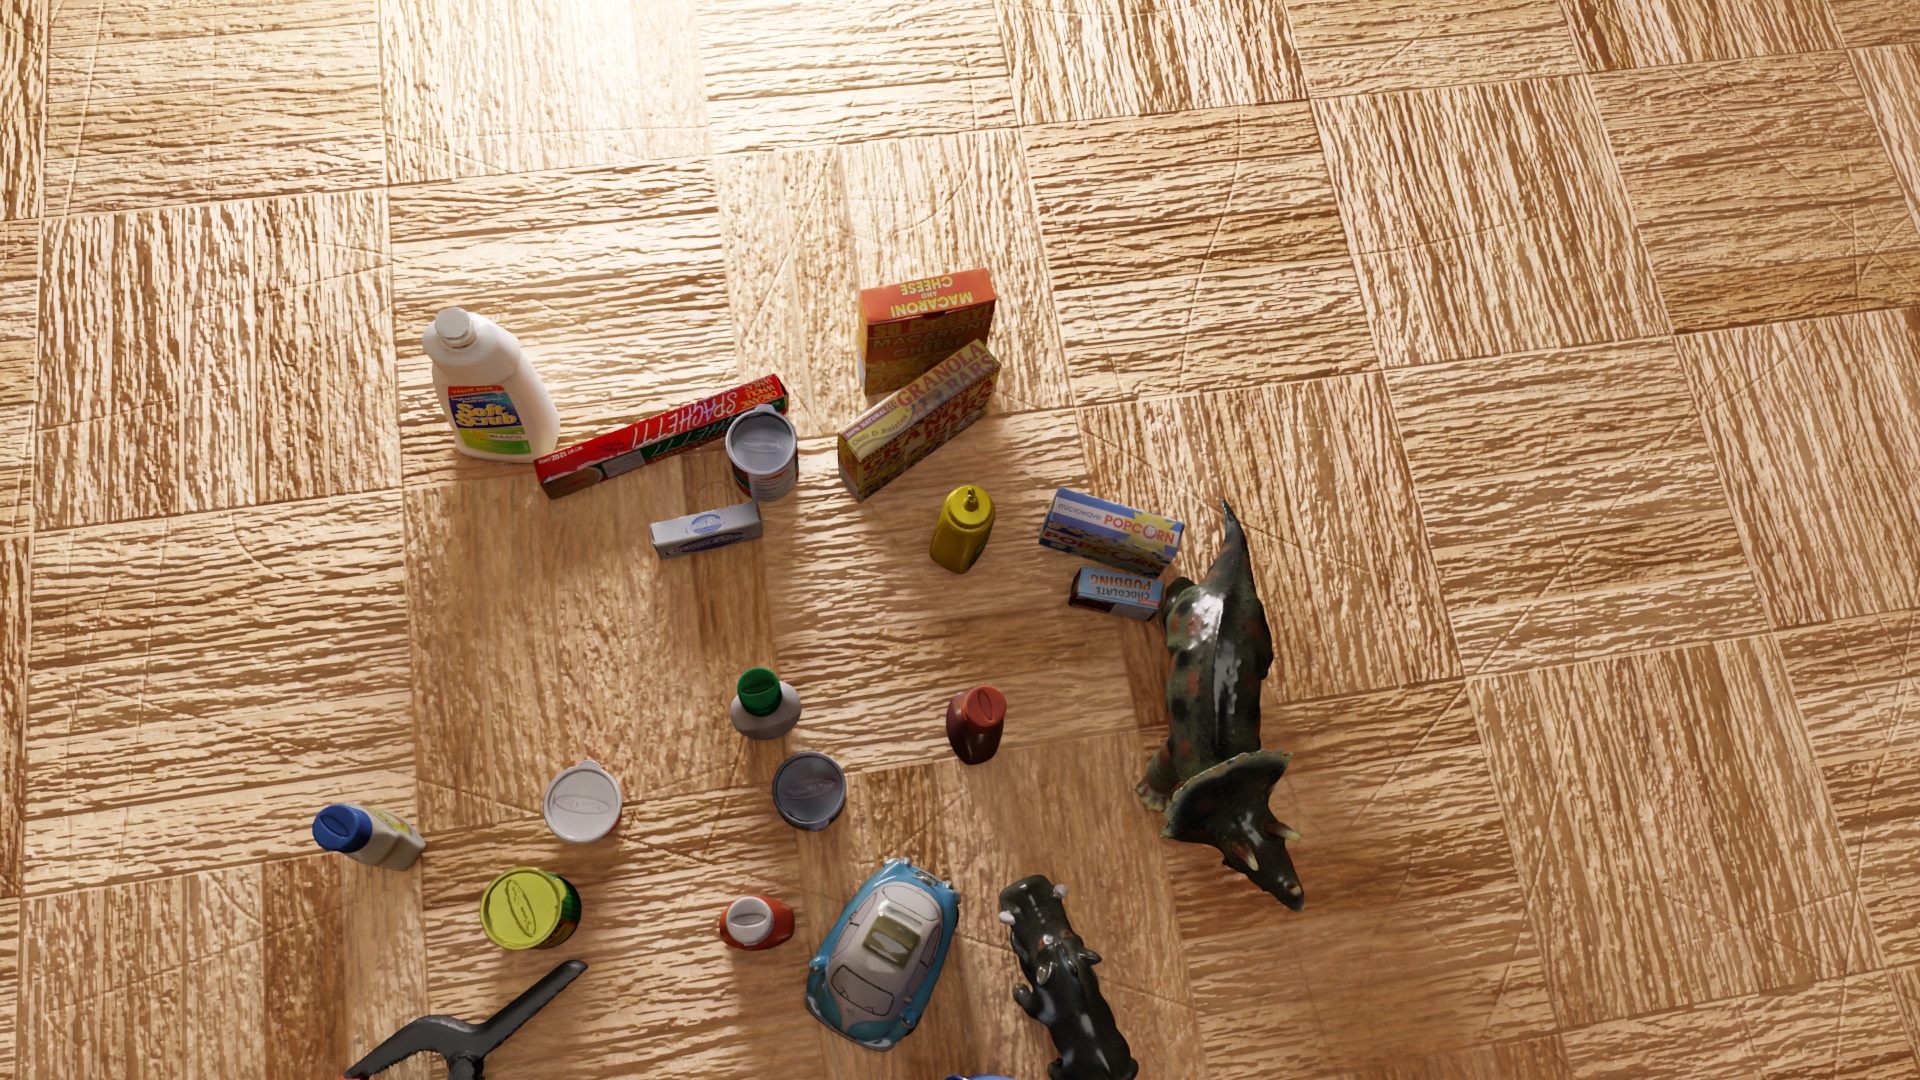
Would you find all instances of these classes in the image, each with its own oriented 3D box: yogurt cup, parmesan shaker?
[{"bbox_3d":[-0.334,0.238,1.240,0.072,0.053,0.072,1,73,-5],"label":"yogurt cup"},{"bbox_3d":[-0.362,0.315,1.188,0.071,0.102,0.071,1,73,-4],"label":"parmesan shaker"}]

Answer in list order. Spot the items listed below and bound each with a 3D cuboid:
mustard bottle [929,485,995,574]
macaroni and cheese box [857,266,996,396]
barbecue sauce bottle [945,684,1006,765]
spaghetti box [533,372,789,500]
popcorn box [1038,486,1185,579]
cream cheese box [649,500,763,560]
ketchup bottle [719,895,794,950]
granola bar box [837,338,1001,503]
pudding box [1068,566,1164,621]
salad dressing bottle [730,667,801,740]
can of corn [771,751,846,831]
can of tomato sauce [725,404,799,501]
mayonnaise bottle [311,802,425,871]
[{"bbox_3d":[0.005,-0.016,1.294,0.049,0.159,0.065,28,73,4],"label":"mustard bottle"},{"bbox_3d":[-0.035,-0.199,1.344,0.124,0.166,0.040,-12,75,-8],"label":"macaroni and cheese box"},{"bbox_3d":[0.015,0.161,1.245,0.044,0.148,0.065,-16,75,-9],"label":"barbecue sauce bottle"},{"bbox_3d":[-0.287,-0.102,1.353,0.250,0.050,0.029,-22,76,-11],"label":"spaghetti box"},{"bbox_3d":[0.144,-0.007,1.342,0.127,0.085,0.038,16,73,0],"label":"popcorn box"},{"bbox_3d":[-0.241,-0.009,1.326,0.104,0.053,0.024,-13,75,-9],"label":"cream cheese box"},{"bbox_3d":[-0.174,0.325,1.177,0.065,0.148,0.043,-5,74,-6],"label":"ketchup bottle"},{"bbox_3d":[-0.042,-0.115,1.339,0.166,0.124,0.039,-36,79,-14],"label":"granola bar box"},{"bbox_3d":[0.150,0.052,1.343,0.084,0.049,0.030,11,73,-2],"label":"pudding box"},{"bbox_3d":[-0.175,0.145,1.234,0.064,0.147,0.044,-14,75,-9],"label":"salad dressing bottle"},{"bbox_3d":[-0.136,0.231,1.258,0.071,0.058,0.071,1,73,-5],"label":"can of corn"},{"bbox_3d":[-0.190,-0.083,1.338,0.071,0.083,0.071,1,73,-4],"label":"can of tomato sauce"},{"bbox_3d":[-0.502,0.248,1.173,0.065,0.147,0.041,34,73,5],"label":"mayonnaise bottle"}]
